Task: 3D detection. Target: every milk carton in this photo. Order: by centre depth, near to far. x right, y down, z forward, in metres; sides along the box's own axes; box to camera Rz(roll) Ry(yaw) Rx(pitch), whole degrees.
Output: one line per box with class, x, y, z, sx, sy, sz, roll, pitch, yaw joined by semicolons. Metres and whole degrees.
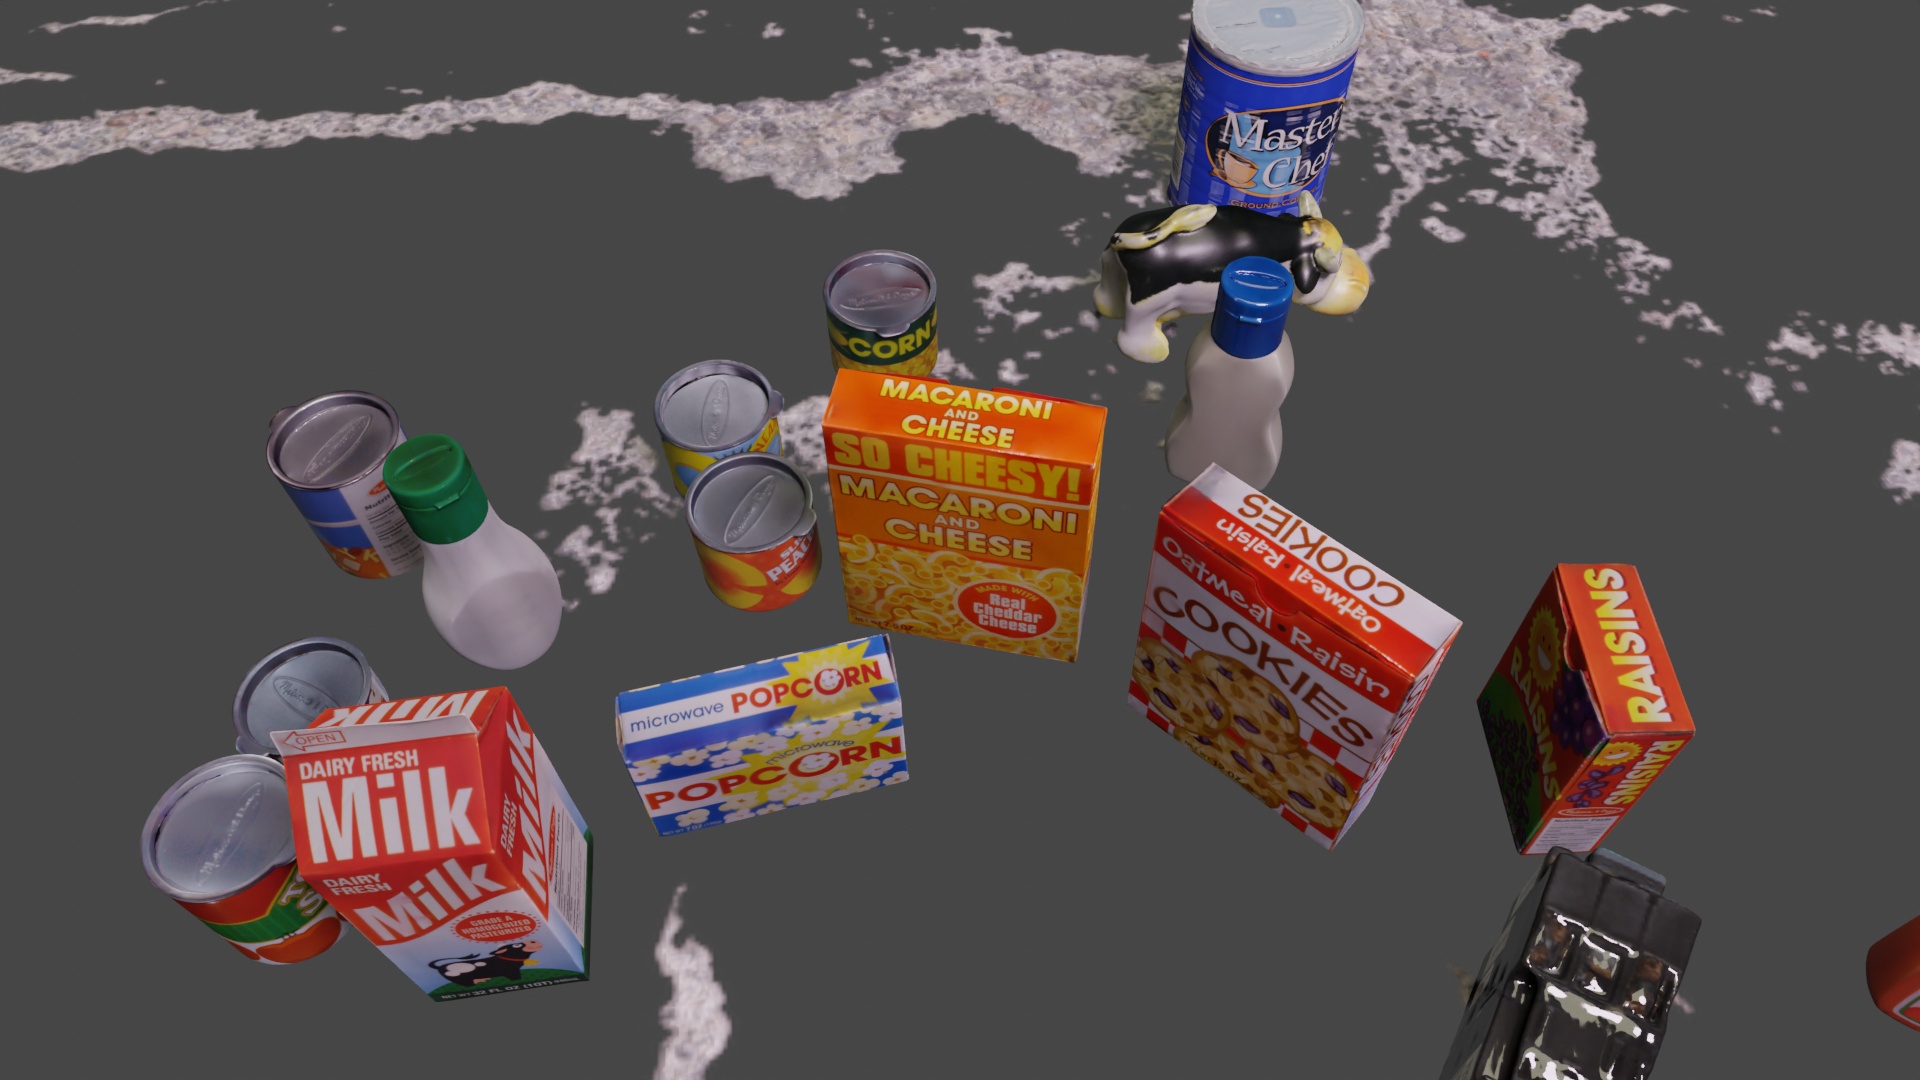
milk carton;-0.208;0.120;0.568;0.072;0.189;0.074;-6;55;-4

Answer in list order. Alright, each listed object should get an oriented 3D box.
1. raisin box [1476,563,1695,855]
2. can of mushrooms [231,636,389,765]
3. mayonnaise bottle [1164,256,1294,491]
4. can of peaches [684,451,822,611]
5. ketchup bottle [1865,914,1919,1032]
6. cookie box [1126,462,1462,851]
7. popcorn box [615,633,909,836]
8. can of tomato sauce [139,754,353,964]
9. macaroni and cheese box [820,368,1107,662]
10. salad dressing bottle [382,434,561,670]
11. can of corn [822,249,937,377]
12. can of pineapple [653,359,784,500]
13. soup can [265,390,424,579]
raisin box;0.279;0.079;0.633;0.040;0.122;0.086;-1;54;0
can of mushrooms;-0.323;0.086;0.690;0.071;0.033;0.071;0;54;0
mayonnaise bottle;0.147;-0.085;0.738;0.065;0.147;0.041;11;55;9
can of peaches;-0.107;-0.003;0.737;0.071;0.057;0.071;0;54;1
ketchup bottle;0.432;0.159;0.558;0.065;0.148;0.044;12;55;9
cookie box;0.140;0.057;0.623;0.123;0.166;0.040;36;62;23
popcorn box;-0.090;0.093;0.651;0.127;0.084;0.038;-12;55;-8
can of tomato sauce;-0.308;0.144;0.618;0.071;0.082;0.071;0;54;1
macaroni and cheese box;0.002;-0.008;0.673;0.124;0.165;0.040;9;55;7
salad dressing bottle;-0.237;0.008;0.676;0.064;0.147;0.044;-33;60;-21
can of corn;-0.046;-0.127;0.826;0.071;0.058;0.071;0;54;1
can of pineapple;-0.132;-0.057;0.777;0.071;0.057;0.071;0;54;1
soup can;-0.322;-0.030;0.743;0.071;0.083;0.072;0;54;1
